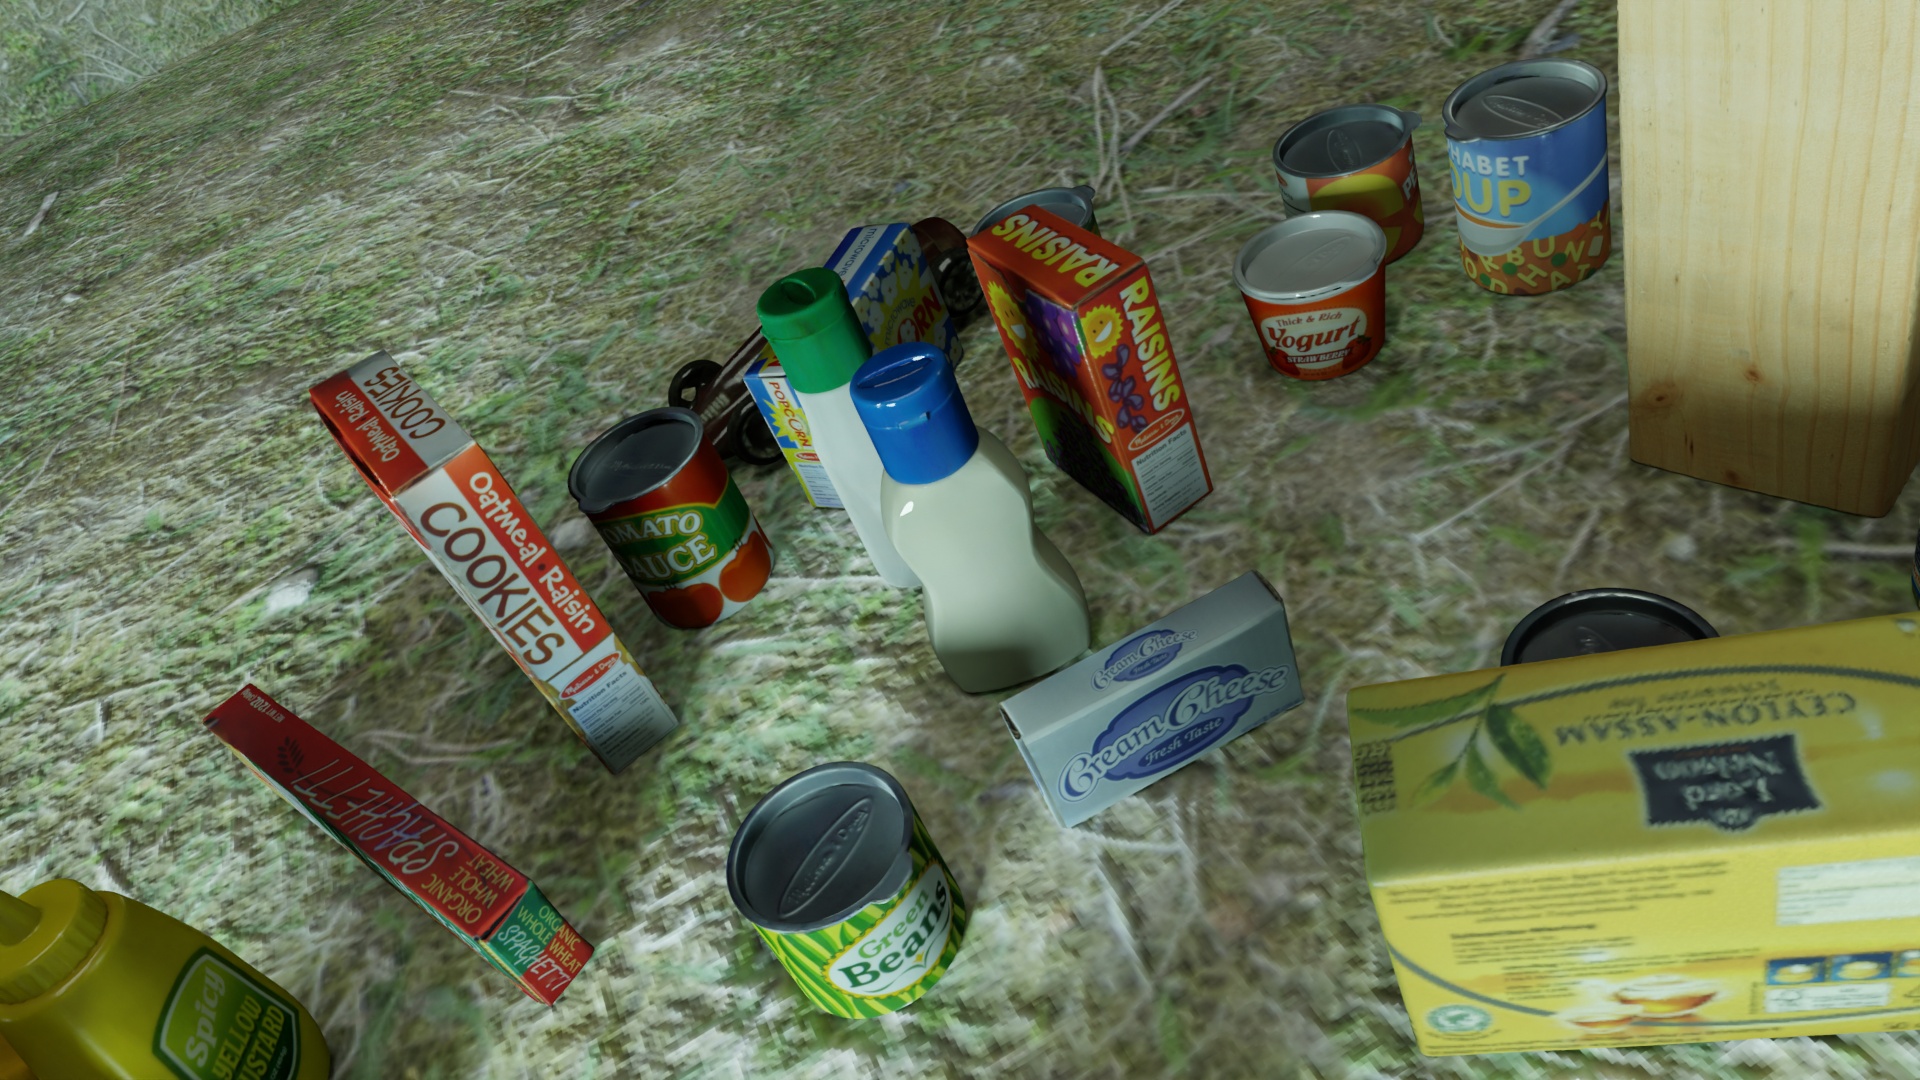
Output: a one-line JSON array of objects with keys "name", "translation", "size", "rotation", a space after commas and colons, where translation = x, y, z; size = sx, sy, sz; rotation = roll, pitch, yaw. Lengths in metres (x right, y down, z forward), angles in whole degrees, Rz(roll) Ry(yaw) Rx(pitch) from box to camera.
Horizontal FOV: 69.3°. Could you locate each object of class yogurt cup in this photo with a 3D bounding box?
[{"name": "yogurt cup", "translation": [0.163, -0.111, 0.636], "size": [0.072, 0.053, 0.073], "rotation": [-14, 40, 12]}]

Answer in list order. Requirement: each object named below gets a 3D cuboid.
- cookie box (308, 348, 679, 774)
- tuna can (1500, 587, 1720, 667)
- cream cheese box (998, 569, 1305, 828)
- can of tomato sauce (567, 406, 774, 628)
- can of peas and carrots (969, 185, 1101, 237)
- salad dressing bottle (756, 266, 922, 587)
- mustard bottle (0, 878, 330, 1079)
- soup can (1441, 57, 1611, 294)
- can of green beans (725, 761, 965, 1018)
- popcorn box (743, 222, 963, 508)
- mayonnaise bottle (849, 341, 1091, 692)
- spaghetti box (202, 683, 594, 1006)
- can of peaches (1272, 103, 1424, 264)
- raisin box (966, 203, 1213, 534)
[{"name": "cookie box", "translation": [-0.199, 0.010, 0.592], "size": [0.040, 0.166, 0.123], "rotation": [-39, 41, -17]}, {"name": "tuna can", "translation": [0.208, 0.051, 0.447], "size": [0.071, 0.032, 0.071], "rotation": [-14, 40, 12]}, {"name": "cream cheese box", "translation": [0.070, 0.057, 0.493], "size": [0.104, 0.053, 0.024], "rotation": [-27, 39, -4]}, {"name": "can of tomato sauce", "translation": [-0.133, -0.008, 0.647], "size": [0.071, 0.082, 0.071], "rotation": [-14, 40, 12]}, {"name": "can of peas and carrots", "translation": [0.047, -0.144, 0.729], "size": [0.071, 0.058, 0.071], "rotation": [-14, 40, 12]}, {"name": "salad dressing bottle", "translation": [-0.041, -0.045, 0.590], "size": [0.044, 0.147, 0.064], "rotation": [-33, 39, -11]}, {"name": "mustard bottle", "translation": [-0.281, 0.159, 0.469], "size": [0.049, 0.159, 0.066], "rotation": [-14, 40, 12]}, {"name": "soup can", "translation": [0.253, -0.162, 0.625], "size": [0.071, 0.083, 0.072], "rotation": [-14, 40, 12]}, {"name": "can of green beans", "translation": [-0.038, 0.119, 0.473], "size": [0.071, 0.057, 0.071], "rotation": [-14, 40, 12]}, {"name": "popcorn box", "translation": [-0.049, -0.088, 0.693], "size": [0.038, 0.085, 0.127], "rotation": [2, 46, 29]}, {"name": "mayonnaise bottle", "translation": [0.002, -0.007, 0.524], "size": [0.065, 0.147, 0.041], "rotation": [-21, 39, 4]}, {"name": "spaghetti box", "translation": [-0.243, 0.120, 0.582], "size": [0.250, 0.050, 0.029], "rotation": [17, 54, 39]}, {"name": "can of peaches", "translation": [0.196, -0.175, 0.690], "size": [0.071, 0.057, 0.071], "rotation": [-14, 40, 12]}, {"name": "raisin box", "translation": [0.055, -0.073, 0.593], "size": [0.040, 0.123, 0.086], "rotation": [-33, 40, -11]}]
